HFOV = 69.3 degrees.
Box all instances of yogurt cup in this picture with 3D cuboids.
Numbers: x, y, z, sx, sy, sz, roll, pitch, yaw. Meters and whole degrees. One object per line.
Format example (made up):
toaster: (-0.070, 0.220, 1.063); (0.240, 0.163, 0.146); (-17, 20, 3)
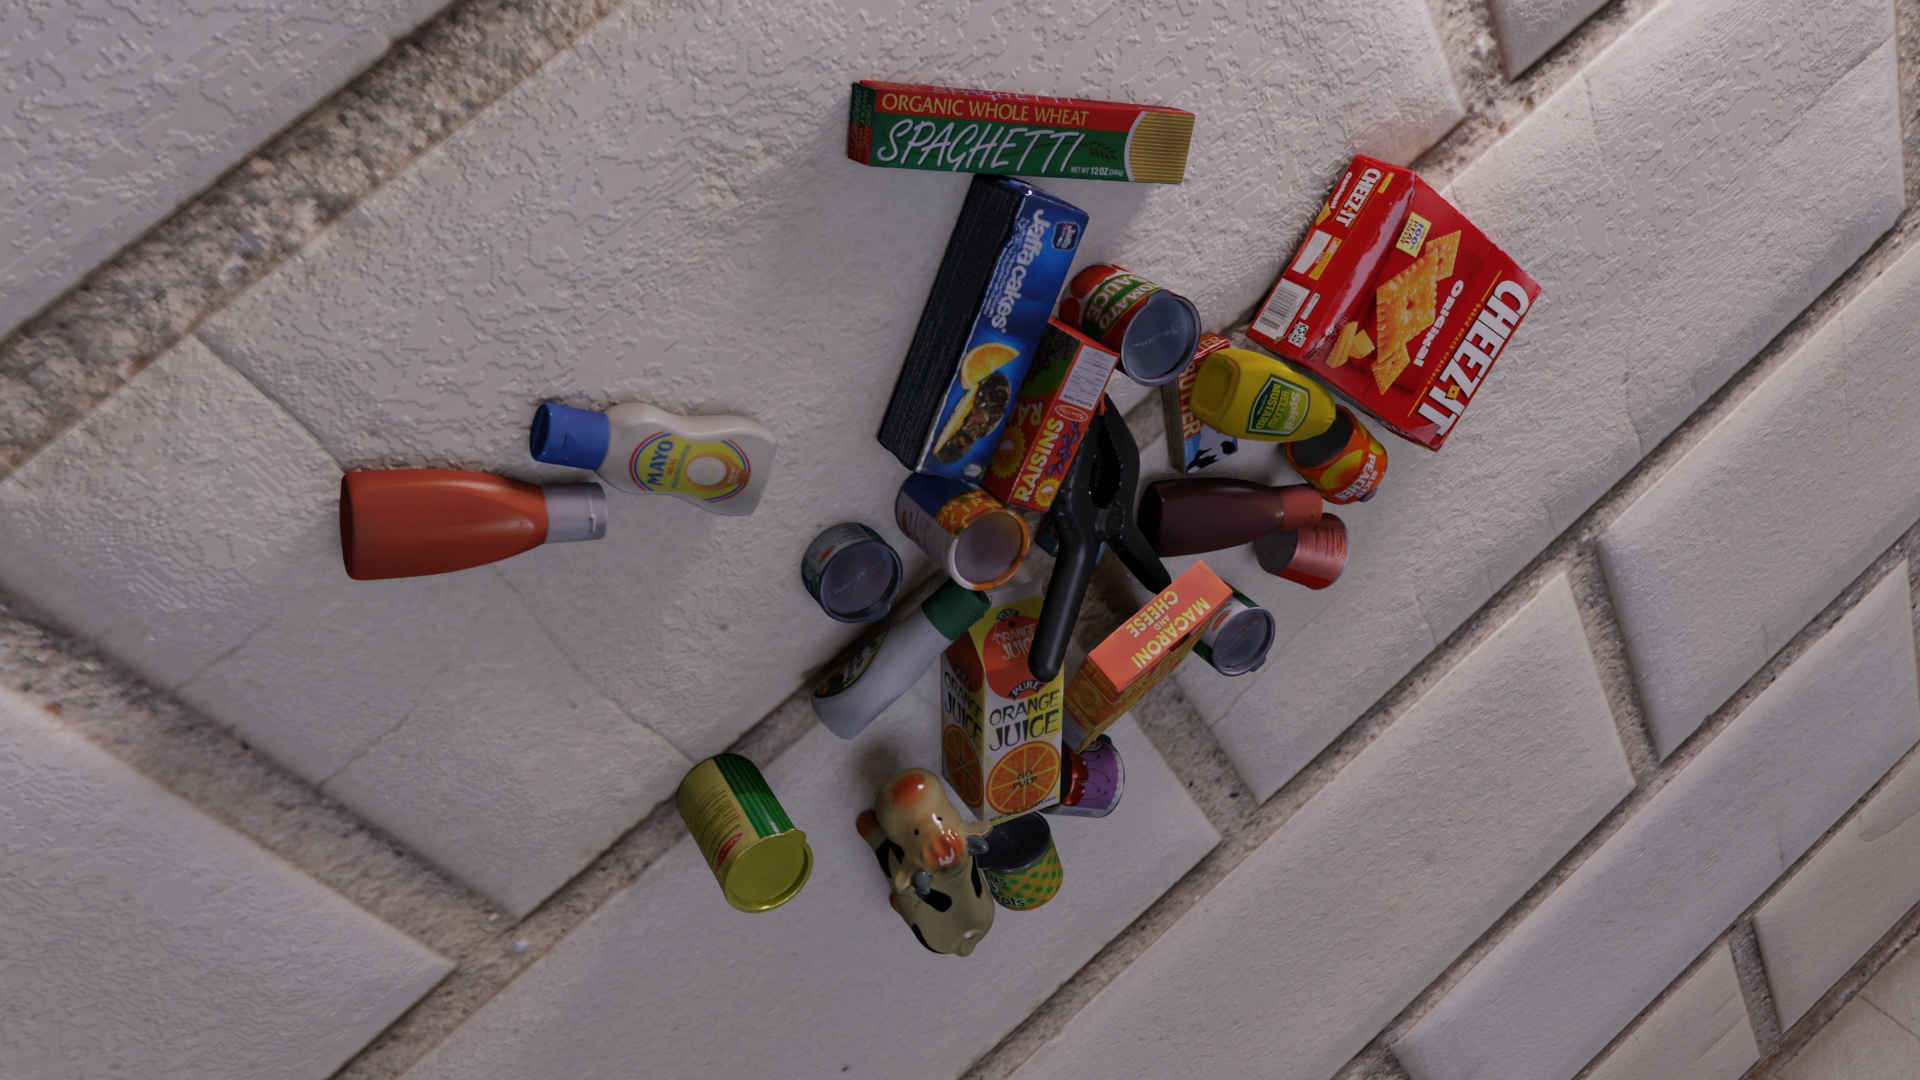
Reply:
yogurt cup: (0.290, 0.006, 1.186); (0.054, 0.072, 0.072); (10, 109, -26)

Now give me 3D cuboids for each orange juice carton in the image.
orange juice carton: (0.033, 0.120, 1.083); (0.072, 0.073, 0.191); (-14, 121, -24)

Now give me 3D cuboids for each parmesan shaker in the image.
parmesan shaker: (-0.154, 0.206, 0.996); (0.071, 0.103, 0.071); (-14, 122, -24)

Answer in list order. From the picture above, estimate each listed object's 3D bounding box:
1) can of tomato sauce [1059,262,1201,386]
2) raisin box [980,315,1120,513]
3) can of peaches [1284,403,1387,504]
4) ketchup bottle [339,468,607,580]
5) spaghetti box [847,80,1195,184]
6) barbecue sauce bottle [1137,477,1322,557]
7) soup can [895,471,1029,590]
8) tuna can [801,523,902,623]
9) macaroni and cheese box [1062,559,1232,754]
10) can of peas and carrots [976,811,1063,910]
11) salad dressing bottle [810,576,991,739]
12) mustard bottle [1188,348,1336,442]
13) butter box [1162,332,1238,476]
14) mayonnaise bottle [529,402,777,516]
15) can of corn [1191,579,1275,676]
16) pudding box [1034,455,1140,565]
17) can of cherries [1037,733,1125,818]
can of tomato sauce: (0.118, -0.155, 0.980); (0.071, 0.083, 0.070); (-14, 122, -24)
raisin box: (0.050, -0.092, 0.970); (0.040, 0.086, 0.123); (14, 107, -37)
can of peaches: (0.312, -0.071, 1.153); (0.058, 0.071, 0.071); (37, 93, -38)
ketchup bottle: (-0.290, -0.013, 0.833); (0.149, 0.043, 0.064); (-5, 118, -30)
spaghetti box: (0.045, -0.265, 0.911); (0.251, 0.029, 0.050); (-5, 117, -29)
barbecue sauce bottle: (0.219, -0.022, 1.123); (0.149, 0.044, 0.064); (-6, 128, -17)
soup can: (0.004, -0.012, 0.987); (0.071, 0.084, 0.071); (-15, 122, -25)
tuna can: (-0.076, 0.025, 0.991); (0.071, 0.033, 0.070); (-14, 122, -24)
macaroni and cheese box: (0.138, 0.095, 1.086); (0.124, 0.040, 0.165); (-38, 166, -21)
can of peas and carrots: (0.048, 0.273, 1.179); (0.071, 0.071, 0.058); (-29, 127, -15)
salad dressing bottle: (-0.043, 0.083, 1.012); (0.147, 0.064, 0.044); (-42, 101, 10)
mustard bottle: (0.247, -0.107, 1.077); (0.160, 0.049, 0.065); (5, 113, -39)
butter box: (0.187, -0.106, 1.087); (0.053, 0.024, 0.103); (-25, 126, -19)
mayonnaise bottle: (-0.192, -0.055, 0.871); (0.148, 0.041, 0.064); (9, 112, -35)
can of corn: (0.226, 0.075, 1.186); (0.071, 0.058, 0.070); (-14, 122, -25)
pudding box: (0.098, -0.025, 1.073); (0.050, 0.030, 0.083); (13, 107, -35)
can of cherries: (0.095, 0.196, 1.170); (0.058, 0.071, 0.071); (12, 108, -34)
